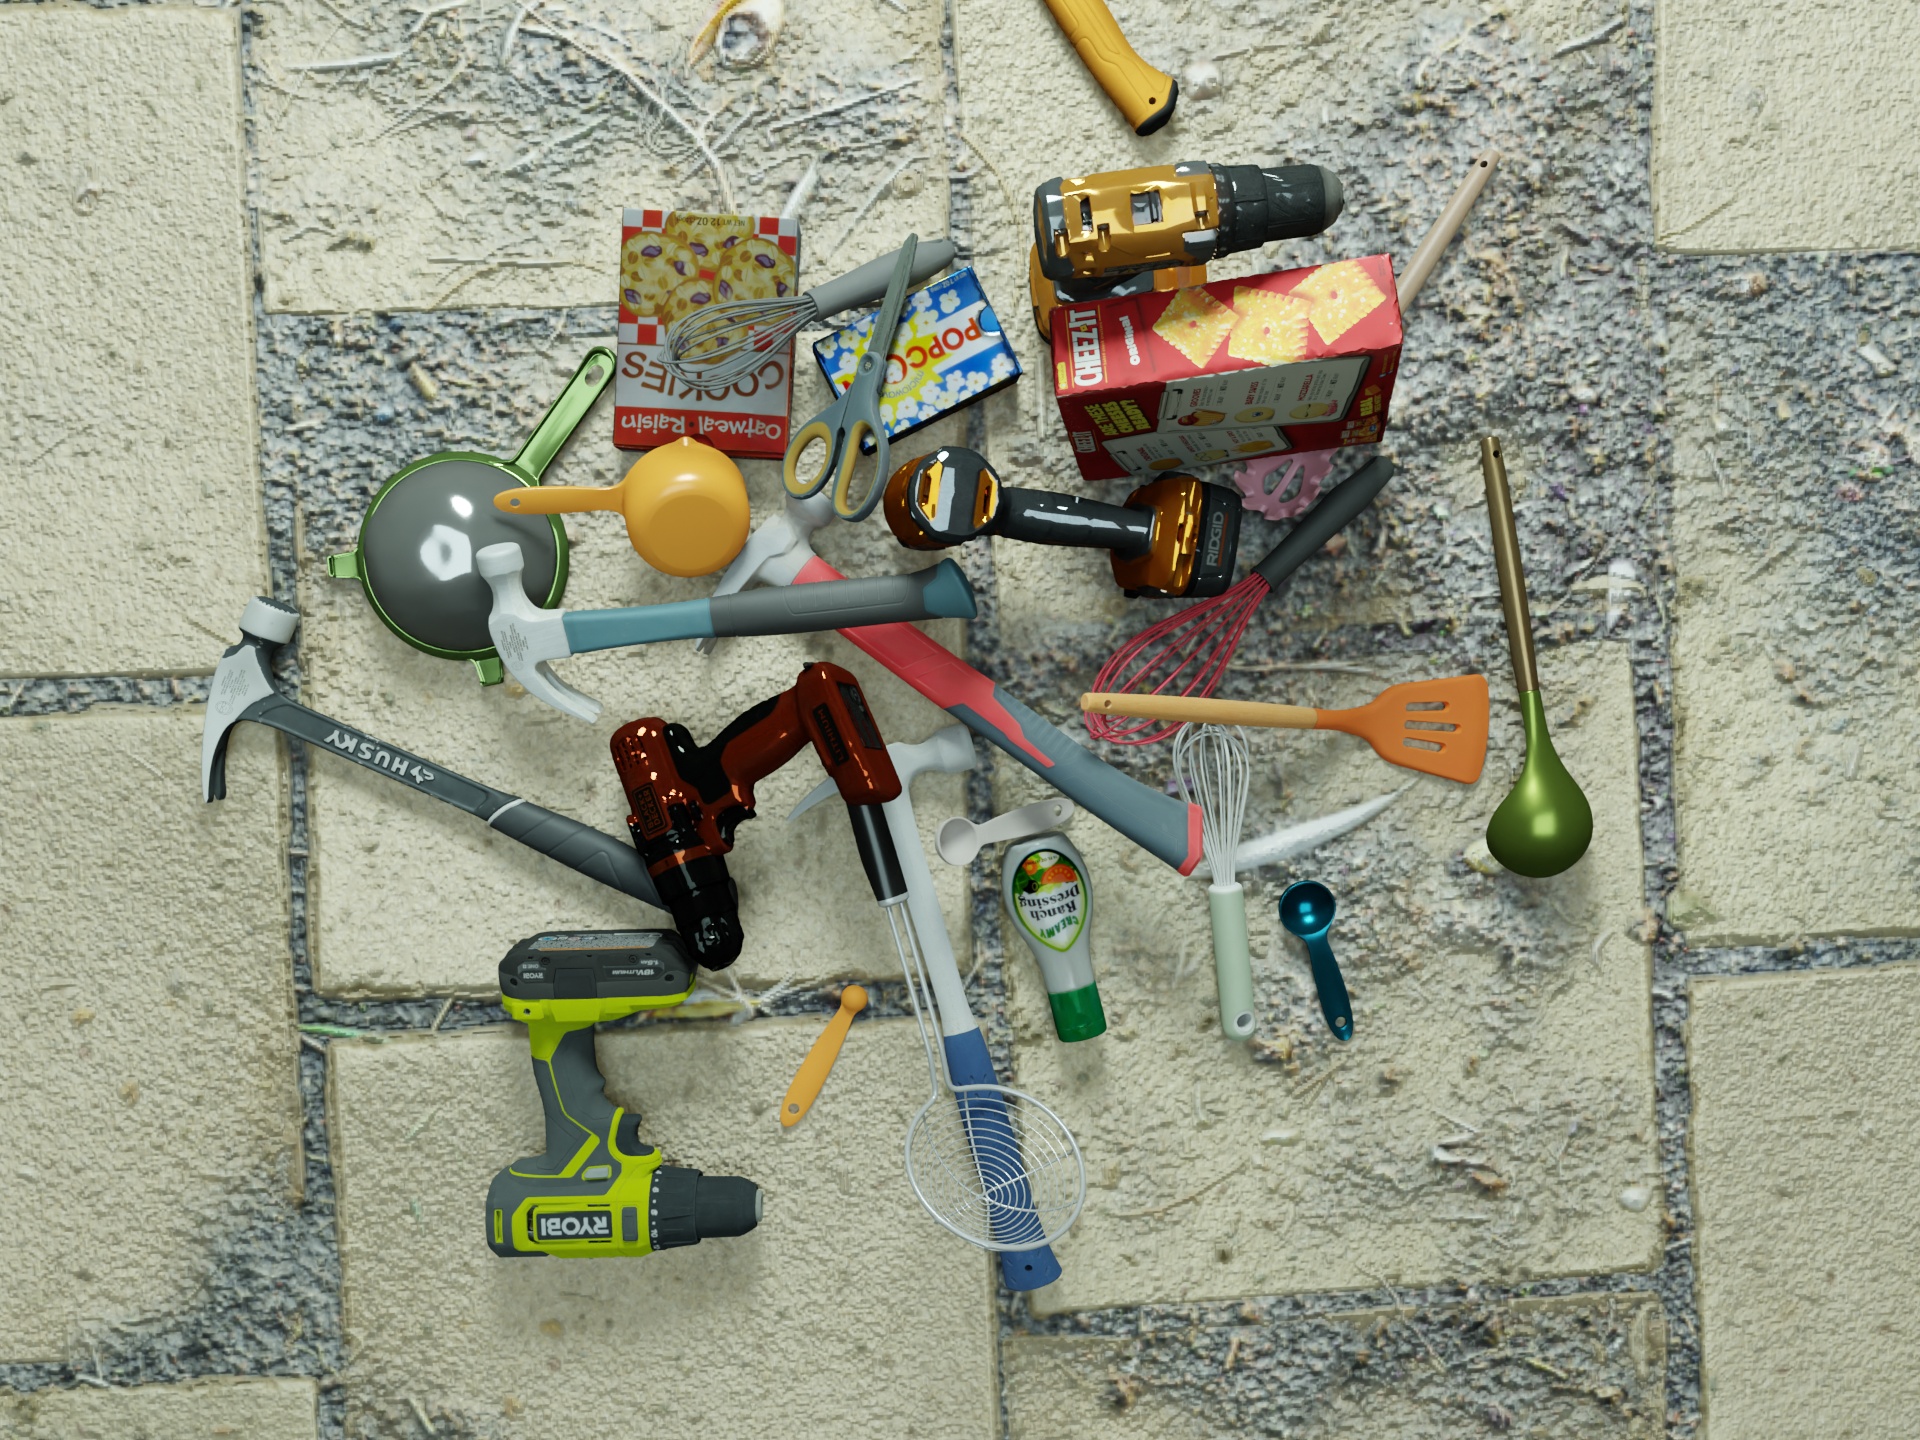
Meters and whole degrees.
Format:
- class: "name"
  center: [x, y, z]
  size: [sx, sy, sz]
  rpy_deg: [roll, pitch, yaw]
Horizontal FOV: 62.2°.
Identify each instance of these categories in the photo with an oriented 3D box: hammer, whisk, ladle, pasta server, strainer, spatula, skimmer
- class: "hammer"
  center: [-0.002, -0.004, 1.107]
  size: [0.386, 0.038, 0.143]
  rpy_deg: [36, 92, 9]
- class: "whisk"
  center: [0.201, -0.086, 1.133]
  size: [0.296, 0.073, 0.073]
  rpy_deg: [-43, 93, -5]
- class: "ladle"
  center: [0.402, -0.046, 1.152]
  size: [0.078, 0.062, 0.320]
  rpy_deg: [-7, 86, -9]
- class: "pasta server"
  center: [0.296, -0.276, 1.137]
  size: [0.060, 0.040, 0.316]
  rpy_deg: [33, 90, 16]
- class: "hammer"
  center: [-0.346, 0.062, 1.137]
  size: [0.409, 0.036, 0.149]
  rpy_deg: [25, 93, -2]
- class: "strainer"
  center: [-0.324, -0.159, 1.111]
  size: [0.151, 0.069, 0.256]
  rpy_deg: [37, 93, -2]
- class: "whisk"
  center: [0.189, 0.113, 1.147]
  size: [0.057, 0.059, 0.246]
  rpy_deg: [-9, 98, -18]
- class: "hammer"
  center: [-0.155, -0.073, 1.083]
  size: [0.331, 0.033, 0.128]
  rpy_deg: [-6, 112, 4]
- class: "hammer"
  center: [-0.009, 0.215, 1.150]
  size: [0.144, 0.035, 0.405]
  rpy_deg: [-16, 93, -1]
- class: "hammer"
  center: [0.039, -0.555, 1.121]
  size: [0.127, 0.034, 0.337]
  rpy_deg: [-35, 93, -1]
- class: "whisk"
  center: [-0.100, -0.285, 1.090]
  size: [0.239, 0.055, 0.055]
  rpy_deg: [-30, 93, -23]
- class: "spatula"
  center: [0.232, -0.003, 1.114]
  size: [0.322, 0.041, 0.081]
  rpy_deg: [3, 92, -25]
- class: "skimmer"
  center: [-0.014, 0.179, 1.086]
  size: [0.127, 0.090, 0.363]
  rpy_deg: [-16, 90, -33]

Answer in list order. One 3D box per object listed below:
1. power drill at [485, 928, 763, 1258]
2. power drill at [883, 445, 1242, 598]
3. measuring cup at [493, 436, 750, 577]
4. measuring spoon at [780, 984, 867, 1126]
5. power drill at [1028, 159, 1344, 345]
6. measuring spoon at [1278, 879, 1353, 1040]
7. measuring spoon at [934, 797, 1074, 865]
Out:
- class: "power drill"
  center: [-0.238, 0.268, 1.128]
  size: [0.190, 0.080, 0.228]
  rpy_deg: [-1, 95, -1]
- class: "power drill"
  center: [0.059, -0.136, 1.091]
  size: [0.226, 0.164, 0.084]
  rpy_deg: [8, 92, -14]
- class: "measuring cup"
  center: [-0.229, -0.140, 1.091]
  size: [0.173, 0.052, 0.095]
  rpy_deg: [-3, 127, -17]
- class: "measuring spoon"
  center: [-0.101, 0.246, 1.161]
  size: [0.021, 0.011, 0.117]
  rpy_deg: [29, 91, -2]
- class: "power drill"
  center: [0.135, -0.309, 1.037]
  size: [0.185, 0.226, 0.084]
  rpy_deg: [-8, 93, -1]
- class: "measuring spoon"
  center: [0.264, 0.175, 1.168]
  size: [0.042, 0.021, 0.128]
  rpy_deg: [-18, 102, 0]
- class: "measuring spoon"
  center: [0.030, 0.076, 1.131]
  size: [0.124, 0.018, 0.034]
  rpy_deg: [-14, 91, -35]
